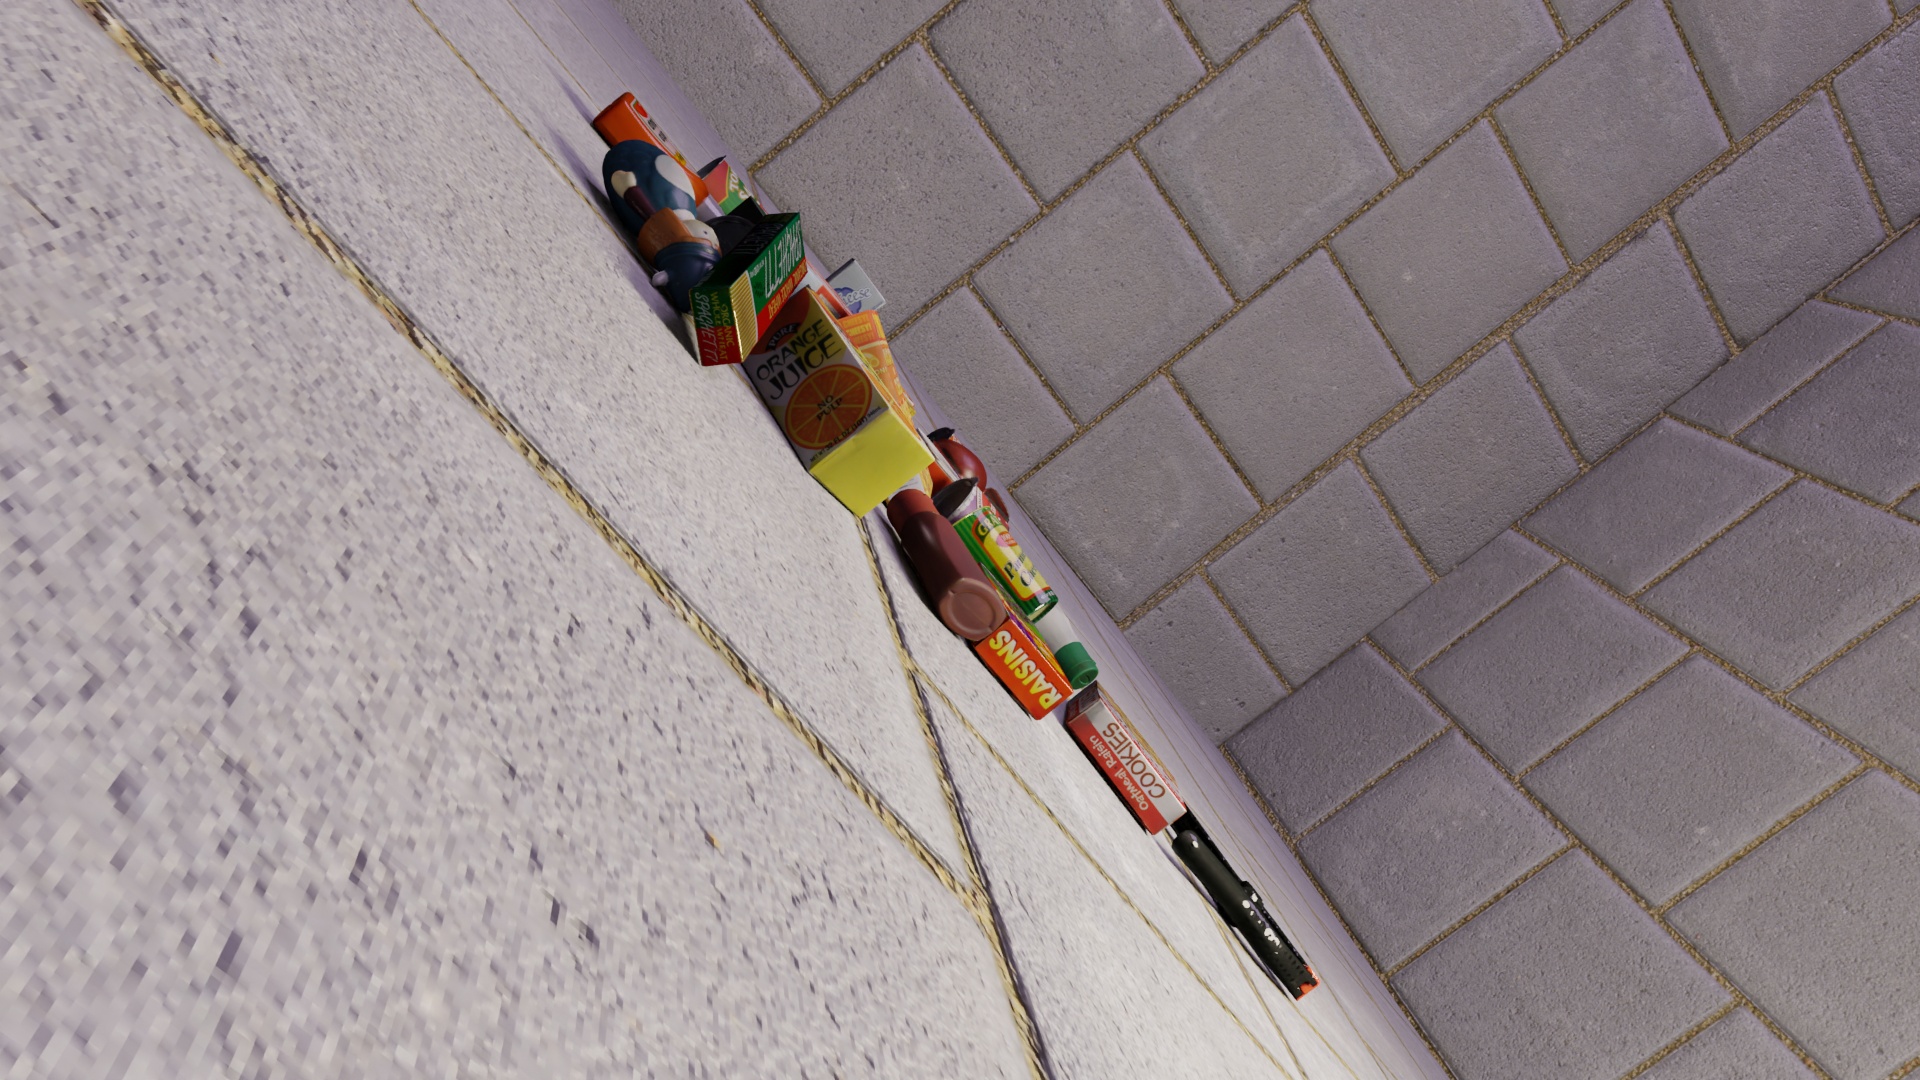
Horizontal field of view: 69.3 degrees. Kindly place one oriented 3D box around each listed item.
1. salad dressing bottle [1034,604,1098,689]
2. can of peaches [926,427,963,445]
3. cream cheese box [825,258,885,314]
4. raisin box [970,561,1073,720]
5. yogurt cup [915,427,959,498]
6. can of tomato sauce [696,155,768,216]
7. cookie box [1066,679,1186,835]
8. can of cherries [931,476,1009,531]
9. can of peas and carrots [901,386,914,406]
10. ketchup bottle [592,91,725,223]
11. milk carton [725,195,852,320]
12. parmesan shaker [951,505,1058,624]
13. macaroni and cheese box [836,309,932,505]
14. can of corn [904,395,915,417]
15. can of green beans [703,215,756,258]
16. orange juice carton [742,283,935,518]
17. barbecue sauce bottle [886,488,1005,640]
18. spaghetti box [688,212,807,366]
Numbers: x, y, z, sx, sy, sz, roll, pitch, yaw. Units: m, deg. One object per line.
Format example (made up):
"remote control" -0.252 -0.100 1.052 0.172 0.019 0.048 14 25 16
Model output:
"salad dressing bottle" 0.095 0.093 1.492 0.148 0.044 0.064 56 4 32
"can of peaches" -0.019 -0.087 1.584 0.058 0.071 0.071 51 5 -23
"cream cheese box" -0.130 -0.228 1.383 0.053 0.104 0.024 51 0 -22
"raisin box" 0.036 0.077 1.093 0.086 0.040 0.124 51 4 -22
"yogurt cup" -0.040 -0.065 1.323 0.072 0.054 0.072 51 5 -6
"can of tomato sauce" -0.228 -0.320 1.348 0.083 0.071 0.071 50 5 -24
"cookie box" 0.148 0.194 1.267 0.123 0.040 0.167 52 4 3
"can of cherries" 0.005 -0.016 1.282 0.058 0.071 0.072 50 5 -22
"can of peas and carrots" -0.090 -0.149 1.442 0.071 0.058 0.071 52 4 -5
"ketchup bottle" -0.264 -0.329 1.247 0.148 0.043 0.065 50 5 -24
"milk carton" -0.156 -0.220 1.286 0.190 0.072 0.074 44 9 -49
"parmesan shaker" 0.030 0.030 1.205 0.103 0.071 0.071 53 5 12
"macaroni and cheese box" -0.068 -0.116 1.217 0.124 0.040 0.166 -93 165 -82
"can of corn" -0.084 -0.131 1.366 0.071 0.058 0.071 51 5 -6
"can of green beans" -0.179 -0.220 1.107 0.071 0.071 0.058 52 4 3
"orange juice carton" -0.102 -0.114 1.015 0.193 0.072 0.073 56 6 37
"barbecue sauce bottle" -0.017 0.012 1.054 0.064 0.043 0.149 45 7 -39
"spaghetti box" -0.142 -0.180 0.960 0.251 0.029 0.050 -81 167 -66
